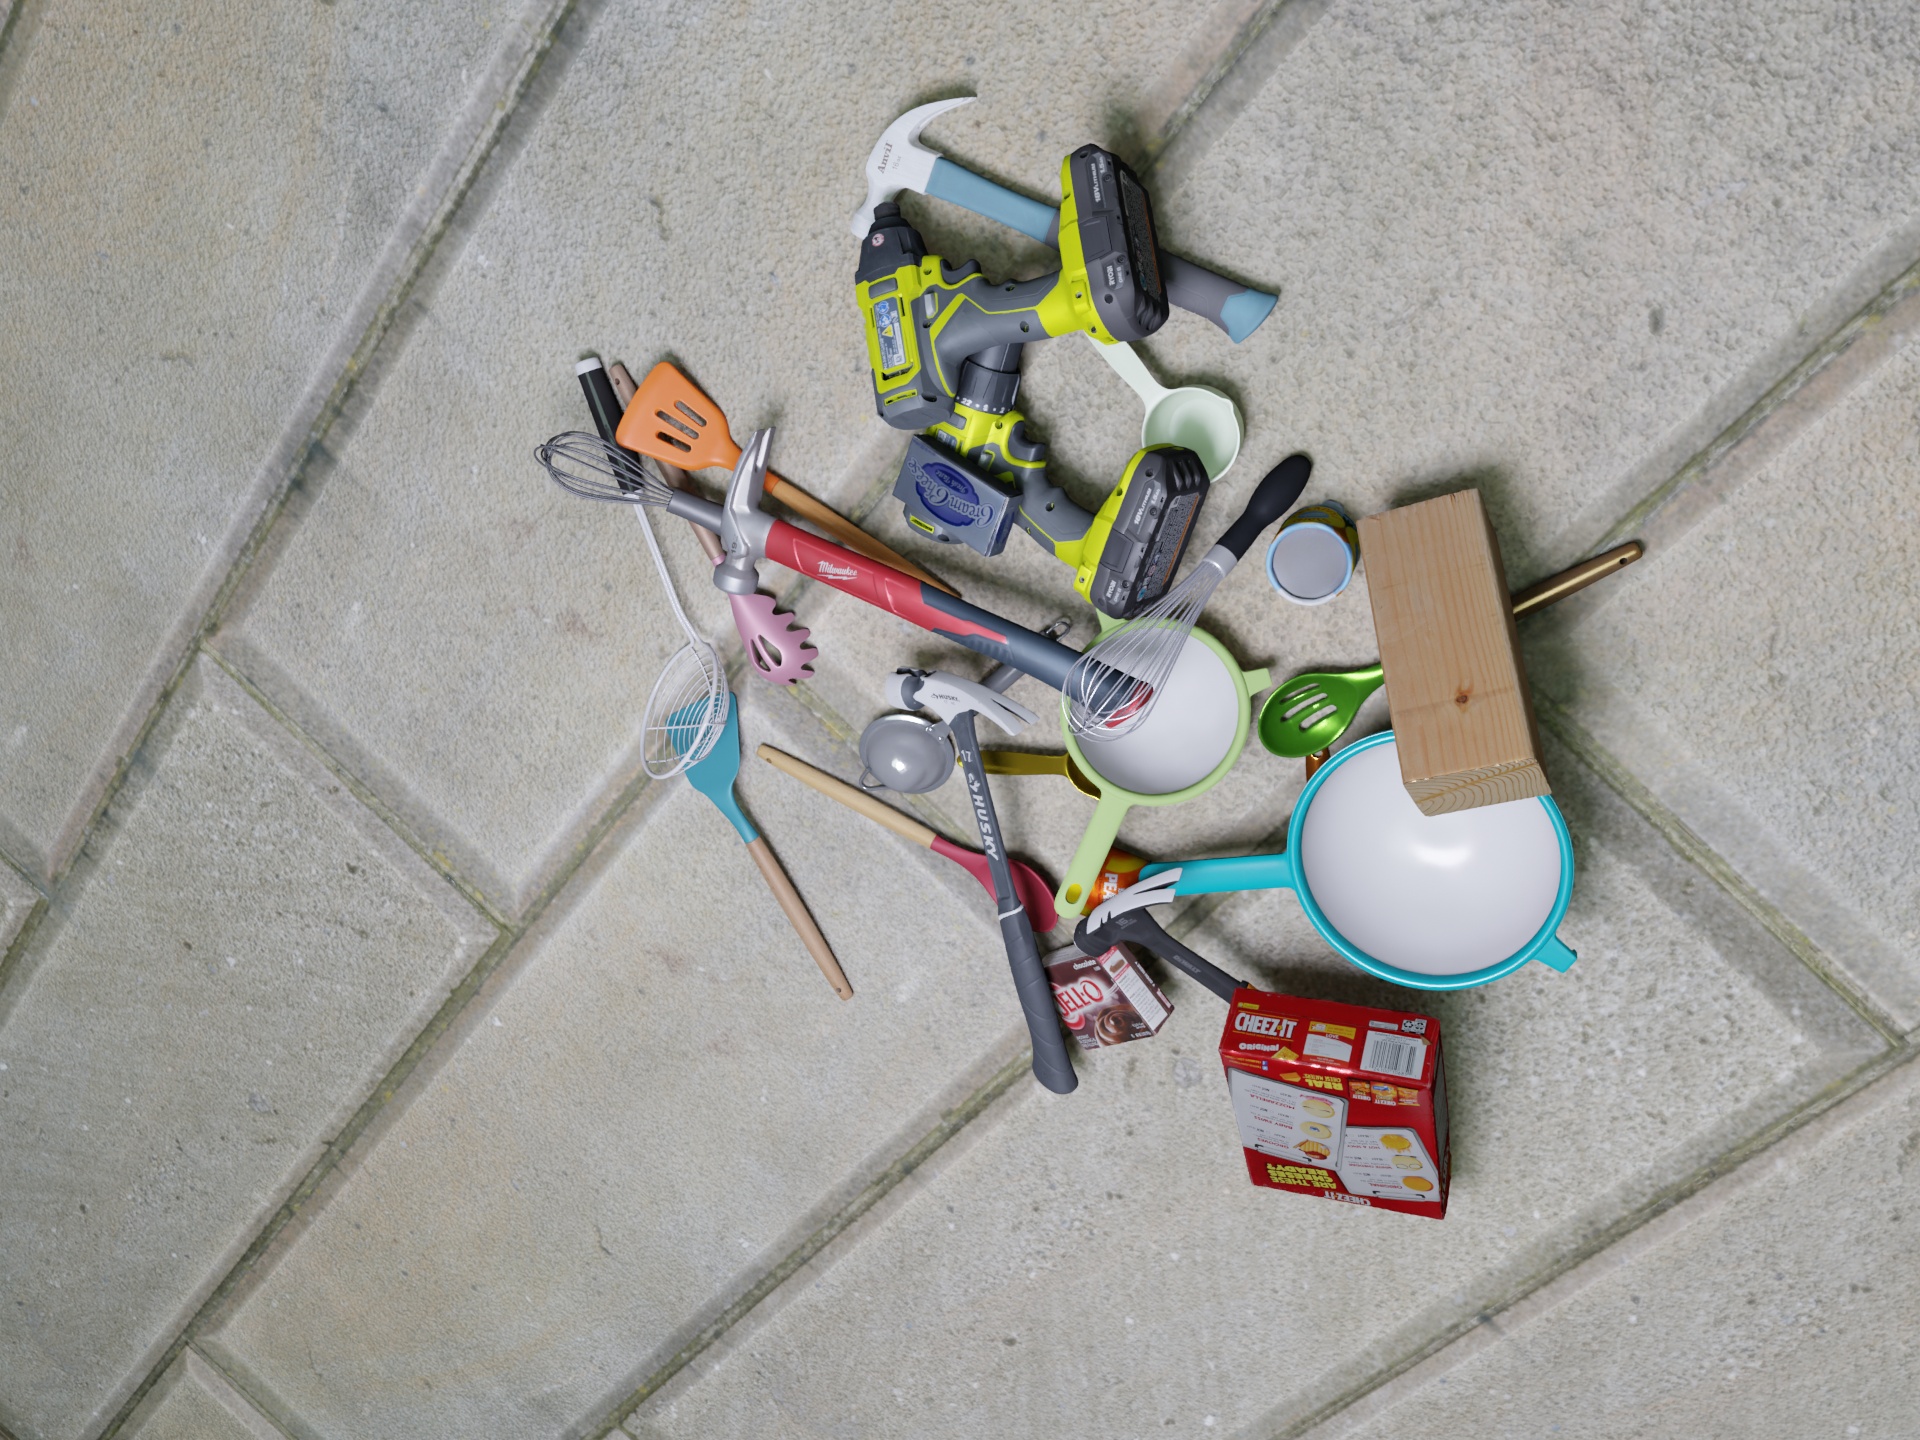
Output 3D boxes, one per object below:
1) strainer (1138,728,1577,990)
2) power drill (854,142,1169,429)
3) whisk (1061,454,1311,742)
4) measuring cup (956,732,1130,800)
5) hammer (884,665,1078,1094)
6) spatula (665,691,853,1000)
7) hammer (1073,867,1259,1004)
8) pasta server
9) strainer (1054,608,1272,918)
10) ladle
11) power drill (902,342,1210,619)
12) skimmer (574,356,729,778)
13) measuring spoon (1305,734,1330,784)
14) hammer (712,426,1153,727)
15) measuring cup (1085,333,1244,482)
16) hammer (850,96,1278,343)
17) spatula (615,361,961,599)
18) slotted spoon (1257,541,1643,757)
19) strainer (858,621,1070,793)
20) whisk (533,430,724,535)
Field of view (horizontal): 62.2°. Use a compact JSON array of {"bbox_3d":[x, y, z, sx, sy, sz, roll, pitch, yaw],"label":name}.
[{"bbox_3d":[0.314,0.104,1.272,0.340,0.095,0.211,-8,102,28],"label":"strainer"},{"bbox_3d":[0.028,-0.326,1.165,0.223,0.080,0.171,-13,81,26],"label":"power drill"},{"bbox_3d":[0.174,-0.095,1.185,0.070,0.070,0.284,41,78,1],"label":"whisk"},{"bbox_3d":[0.074,0.033,1.364,0.156,0.029,0.062,2,110,21],"label":"measuring cup"},{"bbox_3d":[0.043,0.147,1.351,0.149,0.036,0.408,11,124,47],"label":"hammer"},{"bbox_3d":[-0.177,0.127,1.490,0.082,0.044,0.317,-21,106,24],"label":"spatula"},{"bbox_3d":[0.259,0.241,1.320,0.336,0.034,0.127,35,139,-13],"label":"hammer"},{"bbox_3d":[-0.222,-0.169,1.392,0.060,0.040,0.316,-26,96,26],"label":"pasta server"},{"bbox_3d":[0.135,0.039,1.294,0.151,0.069,0.256,24,97,2],"label":"strainer"},{"bbox_3d":[-0.047,0.098,1.430,0.315,0.031,0.069,28,132,10],"label":"ladle"},{"bbox_3d":[0.070,-0.197,1.227,0.229,0.080,0.190,32,119,24],"label":"power drill"},{"bbox_3d":[-0.289,-0.131,1.392,0.127,0.090,0.363,-2,110,53],"label":"skimmer"},{"bbox_3d":[0.295,0.068,1.305,0.021,0.011,0.117,-1,109,20],"label":"measuring spoon"},{"bbox_3d":[-0.022,-0.104,1.264,0.386,0.038,0.143,25,116,17],"label":"hammer"},{"bbox_3d":[0.151,-0.254,1.221,0.083,0.038,0.167,-41,89,29],"label":"measuring cup"},{"bbox_3d":[0.081,-0.367,1.204,0.331,0.033,0.128,26,117,8],"label":"hammer"},{"bbox_3d":[-0.138,-0.185,1.346,0.322,0.041,0.081,33,95,3],"label":"spatula"},{"bbox_3d":[0.370,-0.057,1.223,0.314,0.031,0.070,-28,115,24],"label":"slotted spoon"},{"bbox_3d":[-0.002,-0.004,1.369,0.086,0.050,0.258,42,115,-17],"label":"strainer"},{"bbox_3d":[-0.245,-0.185,1.349,0.239,0.055,0.055,21,118,-14],"label":"whisk"}]
